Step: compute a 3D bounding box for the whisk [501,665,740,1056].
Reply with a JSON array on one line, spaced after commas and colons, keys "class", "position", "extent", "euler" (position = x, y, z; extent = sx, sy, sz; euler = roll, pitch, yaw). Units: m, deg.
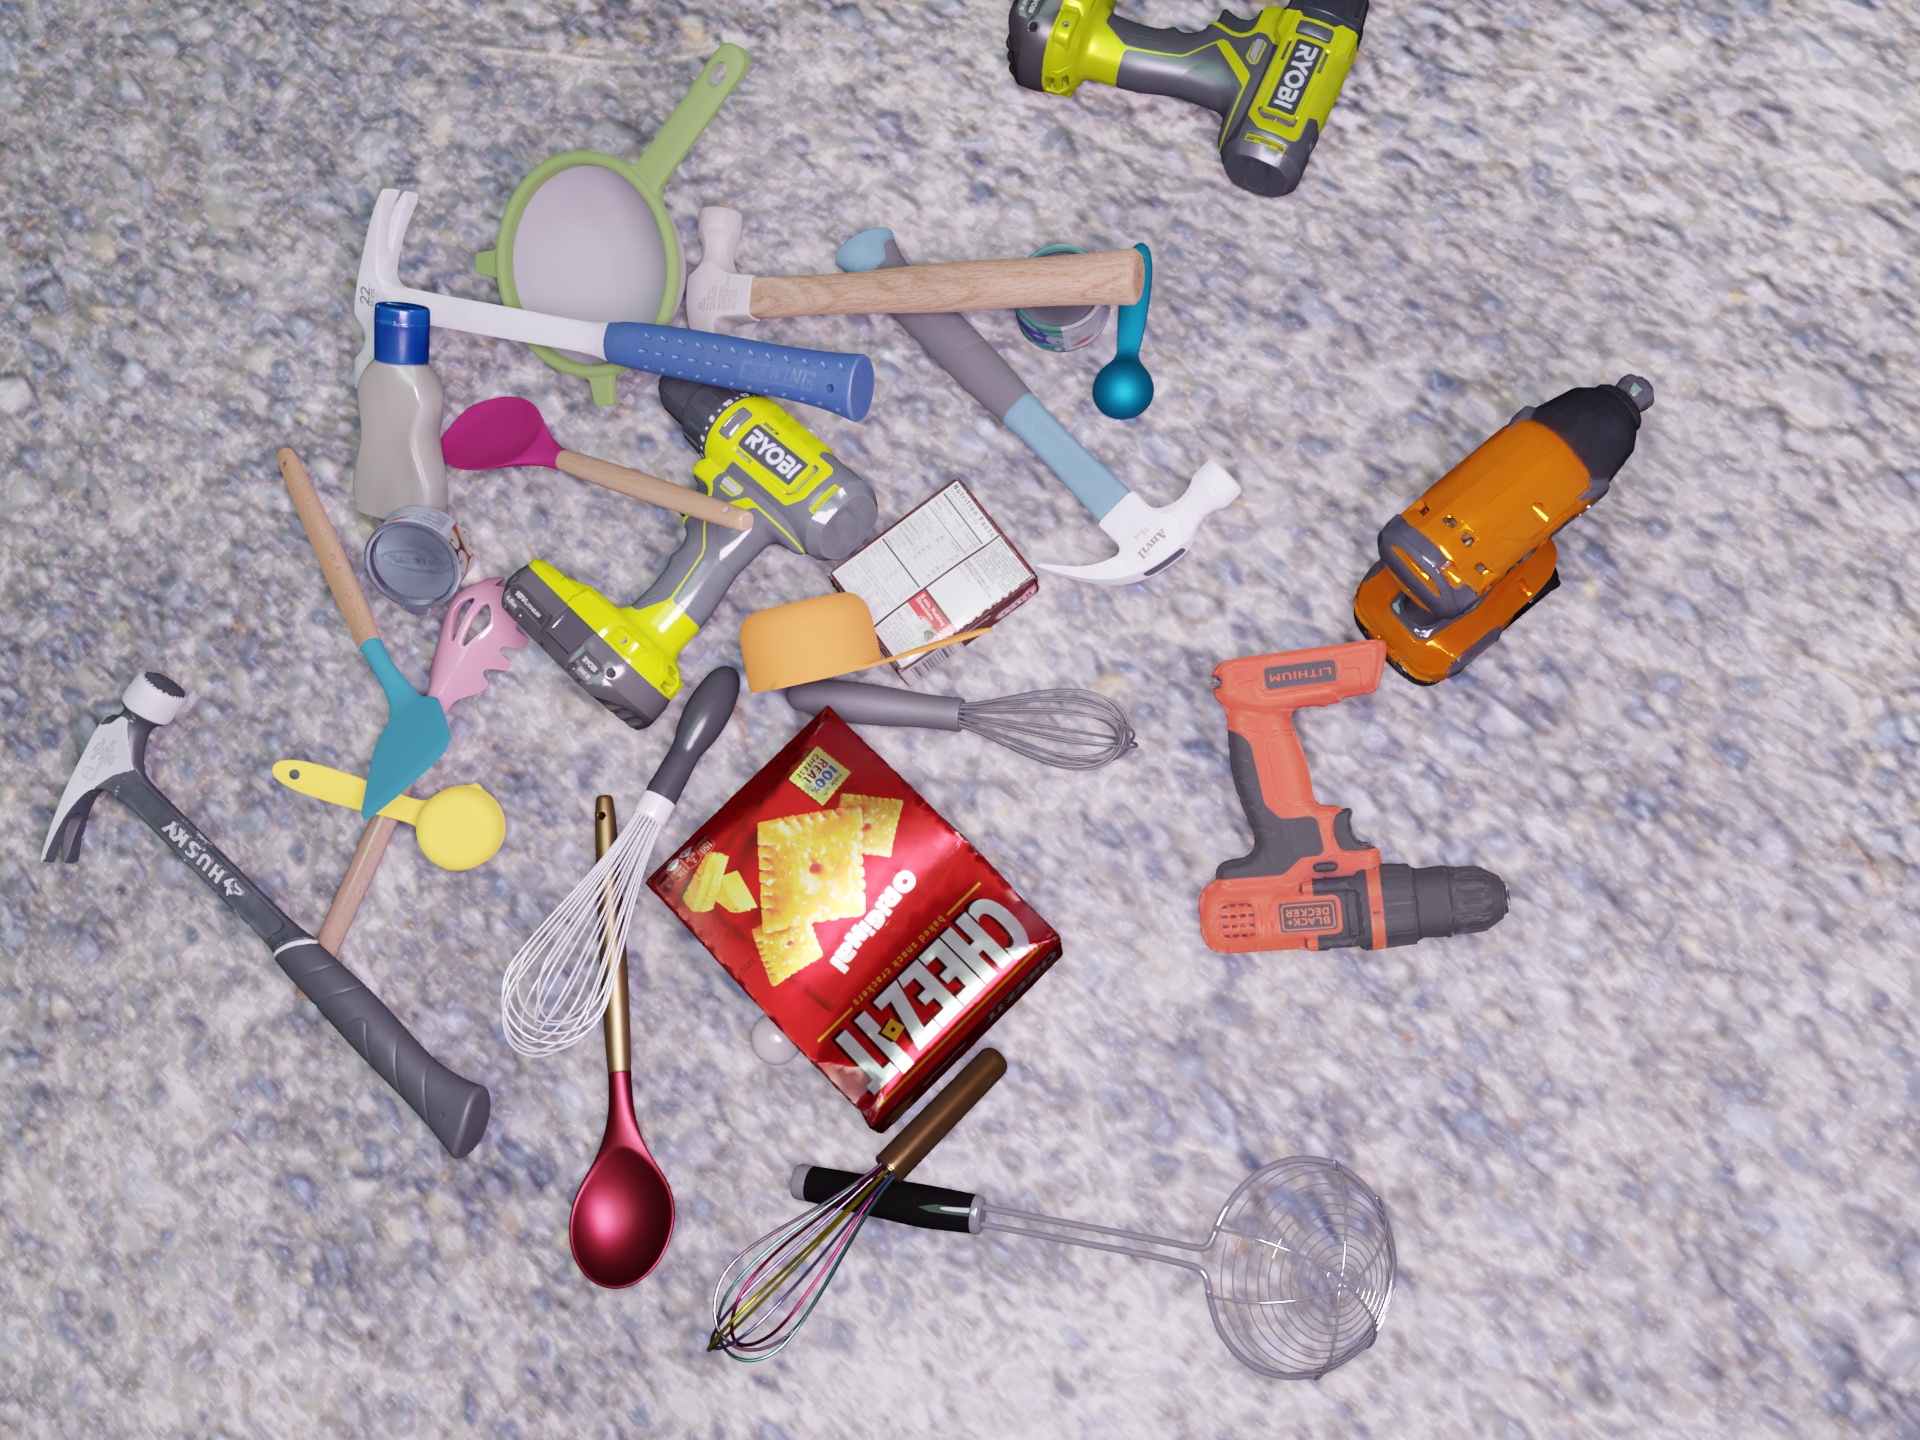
[{"class": "whisk", "position": [-0.215, 0.085, 1.031], "extent": [0.070, 0.070, 0.285], "euler": [22, 71, 12]}]

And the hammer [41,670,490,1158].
[{"class": "hammer", "position": [-0.461, 0.144, 1.063], "extent": [0.409, 0.036, 0.149], "euler": [39, 94, 16]}]

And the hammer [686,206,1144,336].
[{"class": "hammer", "position": [-0.039, -0.287, 1.069], "extent": [0.331, 0.031, 0.130], "euler": [4, 88, 23]}]

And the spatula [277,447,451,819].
[{"class": "spatula", "position": [-0.422, -0.076, 1.095], "extent": [0.082, 0.044, 0.318], "euler": [-38, 66, 14]}]

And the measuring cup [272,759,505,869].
[{"class": "measuring cup", "position": [-0.383, 0.057, 1.061], "extent": [0.156, 0.029, 0.062], "euler": [19, 89, -11]}]

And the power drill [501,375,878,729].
[{"class": "power drill", "position": [-0.193, -0.126, 1.073], "extent": [0.191, 0.080, 0.228], "euler": [41, 84, 24]}]

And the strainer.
[{"class": "strainer", "position": [-0.213, -0.352, 1.095], "extent": [0.151, 0.069, 0.256], "euler": [47, 114, 8]}]

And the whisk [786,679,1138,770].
[{"class": "whisk", "position": [-0.002, -0.002, 1.035], "extent": [0.239, 0.055, 0.055], "euler": [7, 80, 14]}]

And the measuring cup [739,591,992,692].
[{"class": "measuring cup", "position": [-0.061, -0.059, 0.996], "extent": [0.173, 0.095, 0.052], "euler": [-13, 94, 28]}]

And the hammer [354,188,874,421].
[{"class": "hammer", "position": [-0.245, -0.262, 1.070], "extent": [0.405, 0.035, 0.144], "euler": [14, 108, 20]}]

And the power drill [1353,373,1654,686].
[{"class": "power drill", "position": [0.310, -0.109, 0.916], "extent": [0.164, 0.226, 0.084], "euler": [-40, 76, -1]}]

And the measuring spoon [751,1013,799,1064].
[{"class": "measuring spoon", "position": [-0.077, 0.189, 1.021], "extent": [0.124, 0.018, 0.034], "euler": [-20, 76, 3]}]

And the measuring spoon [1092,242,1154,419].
[{"class": "measuring spoon", "position": [0.115, -0.269, 1.083], "extent": [0.042, 0.021, 0.129], "euler": [6, 81, 10]}]

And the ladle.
[{"class": "ladle", "position": [-0.225, 0.203, 1.037], "extent": [0.069, 0.031, 0.316], "euler": [-7, 76, 4]}]

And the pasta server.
[{"class": "pasta server", "position": [-0.381, 0.044, 1.095], "extent": [0.060, 0.040, 0.316], "euler": [23, 87, 12]}]

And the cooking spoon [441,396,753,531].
[{"class": "cooking spoon", "position": [-0.248, -0.168, 1.060], "extent": [0.319, 0.017, 0.069], "euler": [22, 69, 37]}]

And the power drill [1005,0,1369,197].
[{"class": "power drill", "position": [0.159, -0.477, 1.095], "extent": [0.223, 0.080, 0.171], "euler": [23, 84, 9]}]

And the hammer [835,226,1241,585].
[{"class": "hammer", "position": [0.031, -0.220, 1.072], "extent": [0.128, 0.033, 0.331], "euler": [-46, 72, 12]}]

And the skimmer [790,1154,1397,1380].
[{"class": "skimmer", "position": [0.077, 0.309, 0.969], "extent": [0.363, 0.090, 0.127], "euler": [4, 82, 20]}]

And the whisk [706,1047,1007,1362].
[{"class": "whisk", "position": [-0.057, 0.284, 0.946], "extent": [0.051, 0.047, 0.245], "euler": [27, 57, 38]}]
